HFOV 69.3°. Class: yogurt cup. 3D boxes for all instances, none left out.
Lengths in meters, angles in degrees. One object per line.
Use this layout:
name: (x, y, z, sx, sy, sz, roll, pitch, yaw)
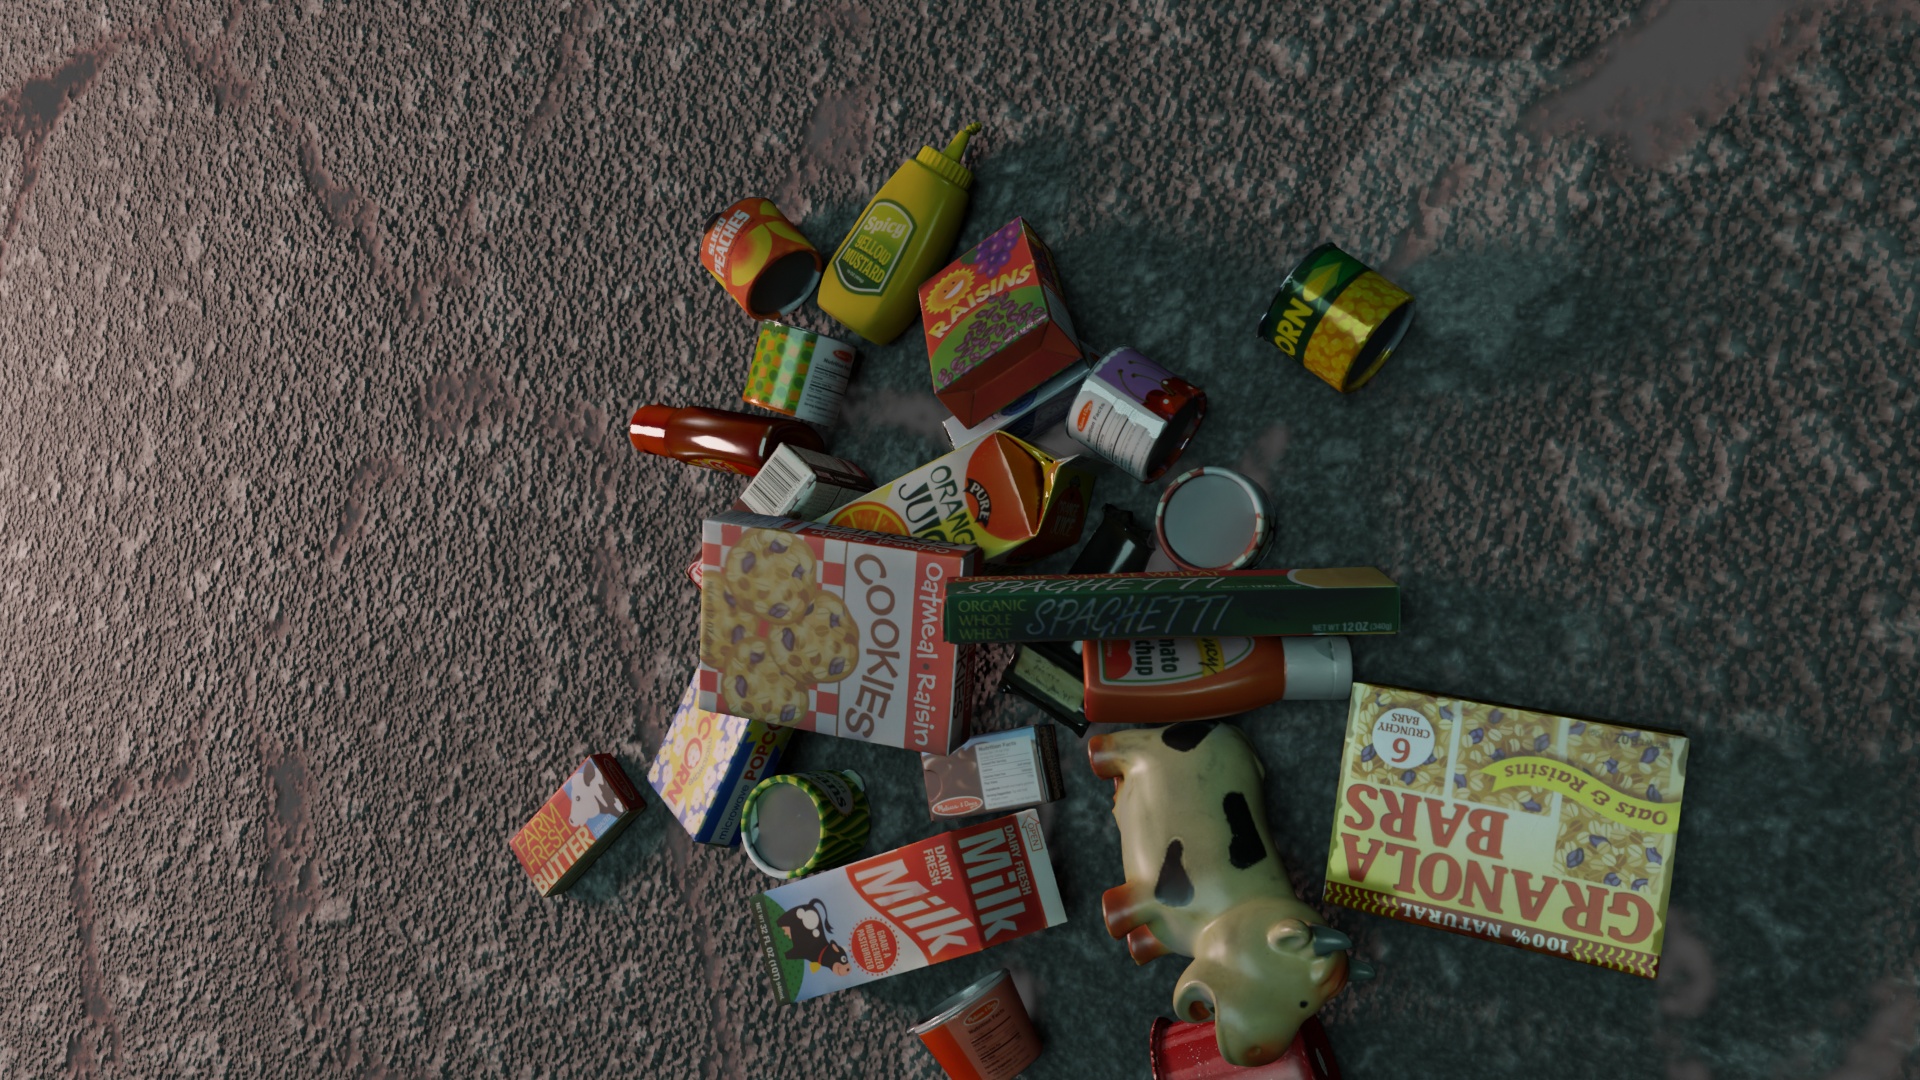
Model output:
yogurt cup: (0.013, 0.300, 0.841, 0.072, 0.072, 0.054, -36, 79, 19)

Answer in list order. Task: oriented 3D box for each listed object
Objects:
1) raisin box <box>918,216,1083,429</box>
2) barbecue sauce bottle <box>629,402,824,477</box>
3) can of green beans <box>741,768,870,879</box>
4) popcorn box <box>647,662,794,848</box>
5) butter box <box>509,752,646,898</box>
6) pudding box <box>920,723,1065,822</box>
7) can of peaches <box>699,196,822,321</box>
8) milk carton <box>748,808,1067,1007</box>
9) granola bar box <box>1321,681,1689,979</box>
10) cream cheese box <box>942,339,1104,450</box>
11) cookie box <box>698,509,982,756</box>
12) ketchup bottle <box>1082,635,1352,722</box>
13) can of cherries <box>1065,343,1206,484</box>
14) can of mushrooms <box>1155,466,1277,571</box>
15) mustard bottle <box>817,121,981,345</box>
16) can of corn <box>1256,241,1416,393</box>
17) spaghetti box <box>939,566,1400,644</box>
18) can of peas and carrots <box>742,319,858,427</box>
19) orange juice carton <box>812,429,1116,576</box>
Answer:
raisin box: (0.023, -0.137, 0.863, 0.086, 0.040, 0.124, -32, 38, 19)
barbecue sauce bottle: (-0.169, -0.070, 0.971, 0.148, 0.065, 0.043, 12, 88, 35)
can of green beans: (-0.101, 0.185, 0.911, 0.071, 0.058, 0.071, -3, 84, 25)
popcorn box: (-0.157, 0.131, 0.938, 0.085, 0.038, 0.126, 34, 100, 50)
butter box: (-0.280, 0.208, 1.014, 0.103, 0.024, 0.053, -46, 69, 15)
pudding box: (0.020, 0.145, 0.872, 0.083, 0.030, 0.050, -15, 80, 24)
can of peaches: (-0.139, -0.195, 0.963, 0.071, 0.071, 0.058, -47, 69, 14)
milk carton: (-0.028, 0.226, 0.862, 0.190, 0.073, 0.072, -22, 76, 22)
granola bar box: (0.287, 0.148, 0.738, 0.165, 0.039, 0.124, 8, 89, 26)
cream cheese box: (0.045, -0.085, 0.872, 0.103, 0.053, 0.024, -30, 72, 20)
cookie box: (-0.074, 0.054, 0.843, 0.167, 0.040, 0.122, 8, 103, 17)
ketchup bottle: (0.144, 0.073, 0.789, 0.149, 0.043, 0.065, -1, 43, 4)
can of cherries: (0.107, -0.077, 0.834, 0.058, 0.071, 0.071, 34, 100, 21)
can of mushrooms: (0.150, -0.008, 0.824, 0.071, 0.033, 0.071, -3, 84, 25)
mustard bottle: (-0.033, -0.211, 0.925, 0.065, 0.049, 0.160, 36, 100, 26)
can of corn: (0.213, -0.124, 0.786, 0.058, 0.071, 0.071, 41, 102, 23)
spaghetti box: (0.113, 0.036, 0.769, 0.250, 0.050, 0.028, -1, 101, 0)
can of peas and carrots: (-0.111, -0.114, 0.944, 0.071, 0.071, 0.058, 18, 93, 26)
orange juice carton: (0.003, -0.011, 0.874, 0.192, 0.072, 0.073, -25, 76, 22)
